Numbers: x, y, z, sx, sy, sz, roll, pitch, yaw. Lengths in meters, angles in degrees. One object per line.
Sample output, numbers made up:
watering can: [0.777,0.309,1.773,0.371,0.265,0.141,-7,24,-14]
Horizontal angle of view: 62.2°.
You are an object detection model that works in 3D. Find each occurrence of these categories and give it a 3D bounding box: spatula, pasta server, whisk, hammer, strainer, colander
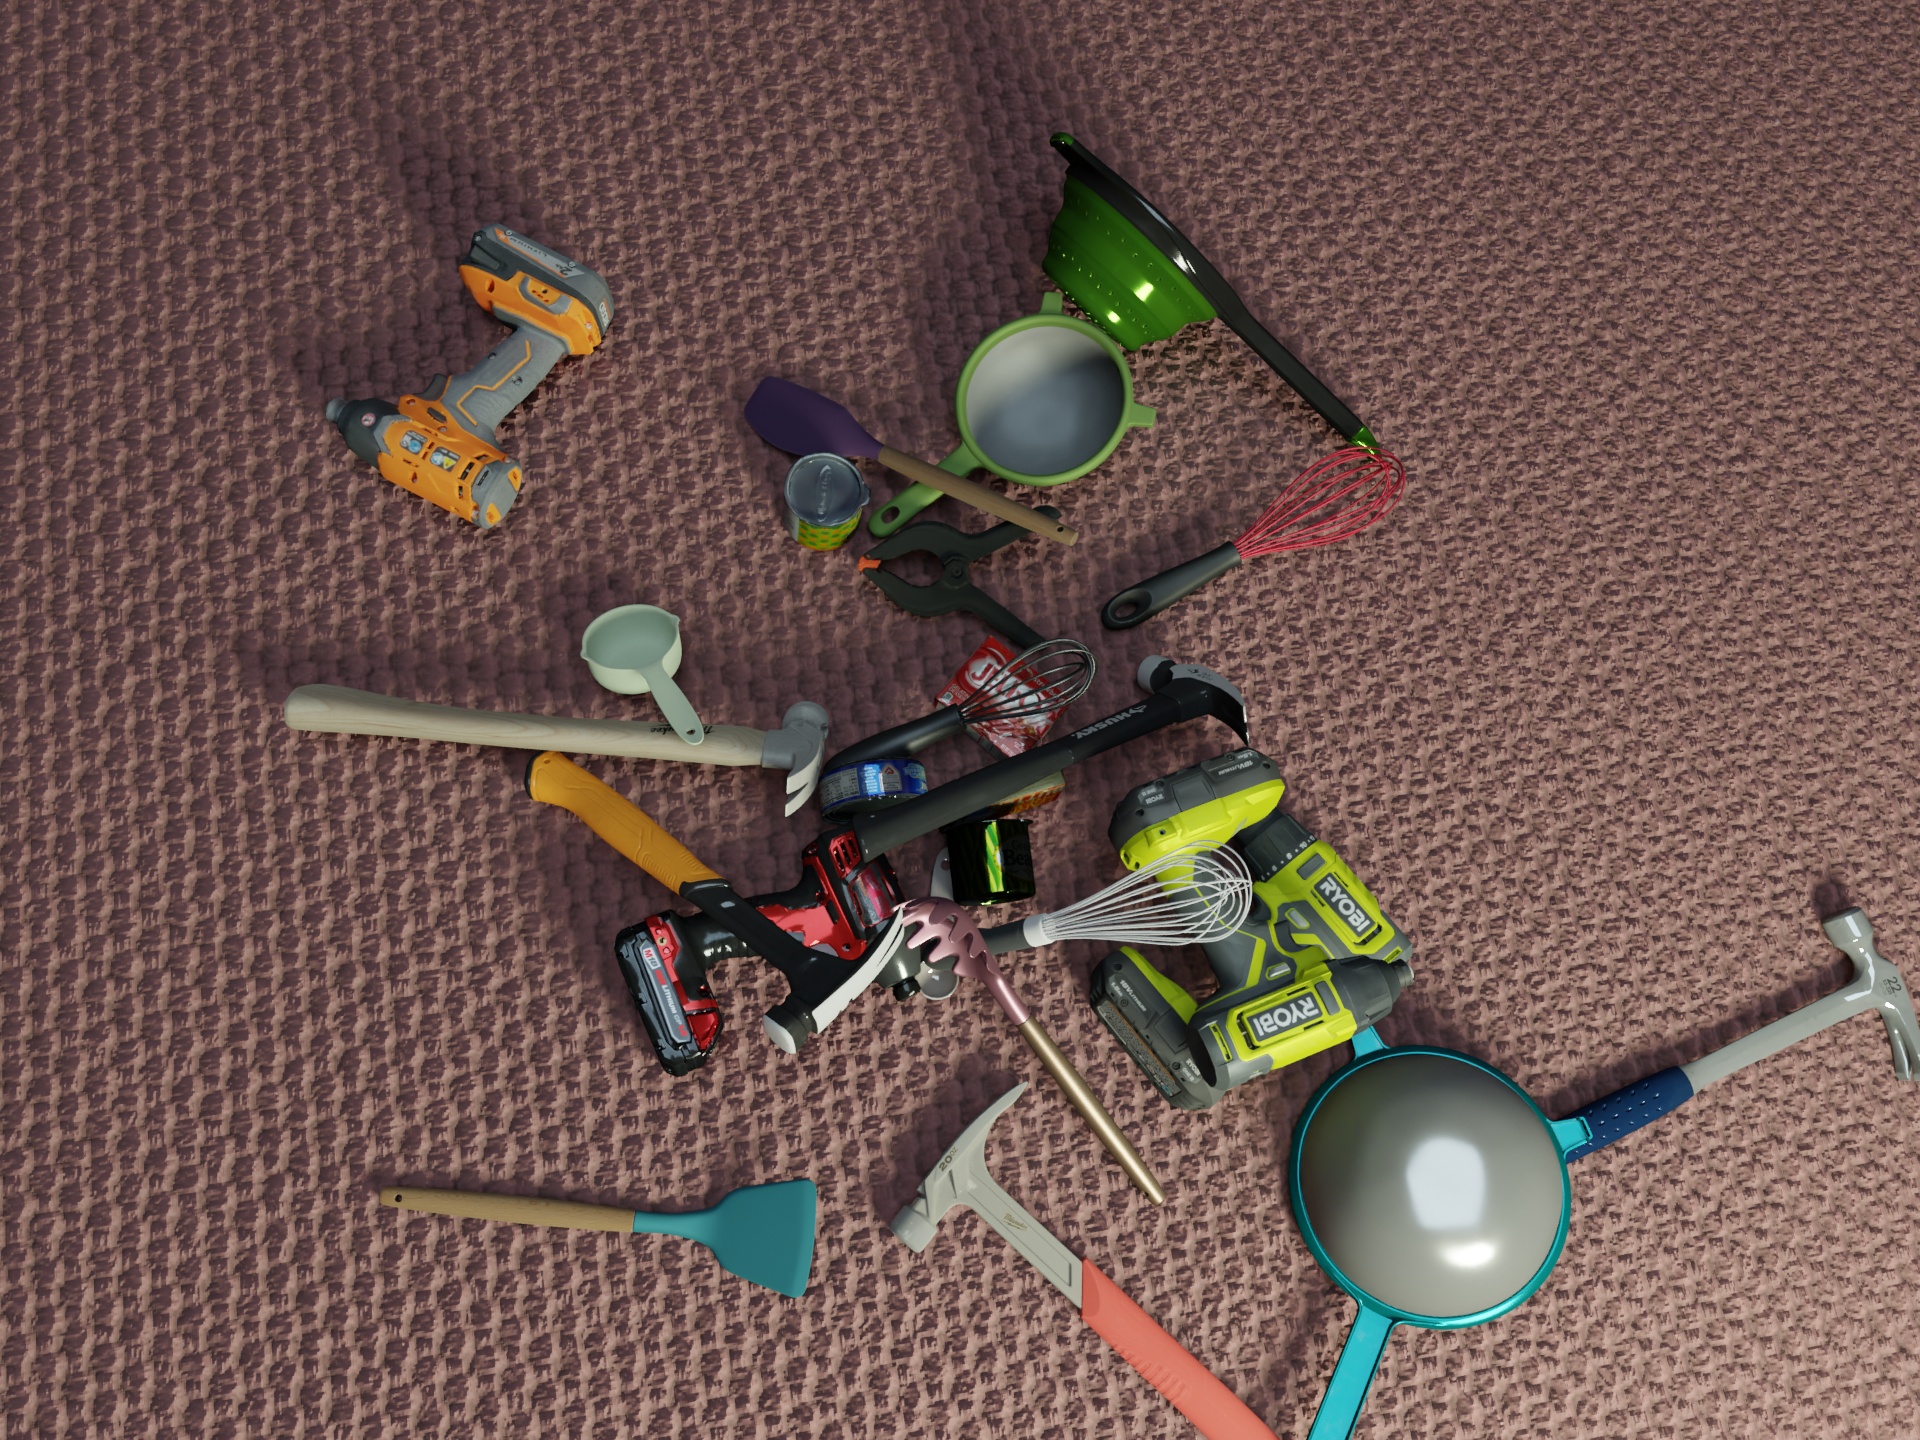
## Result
spatula: [-0.045,-0.210,1.321,0.316,0.018,0.060,26,77,16]
pasta server: [0.057,0.248,1.184,0.040,0.060,0.316,-44,105,-34]
whisk: [0.084,0.145,1.158,0.284,0.070,0.070,-18,73,34]
hammer: [0.067,0.032,1.213,0.334,0.146,0.035,-22,116,-23]
strainer: [0.326,0.392,1.164,0.211,0.095,0.340,23,70,15]
spatula: [-0.265,0.362,1.160,0.317,0.044,0.082,6,78,-4]
colander: [0.198,-0.331,1.369,0.397,0.205,0.094,40,102,-12]
whisk: [0.249,-0.152,1.355,0.296,0.073,0.073,-28,80,-6]
strainer: [0.032,-0.231,1.354,0.256,0.069,0.151,-37,76,3]
hammer: [-0.311,0.013,1.218,0.410,0.146,0.038,5,112,0]
hammer: [-0.199,0.108,1.178,0.337,0.034,0.127,31,57,27]
whisk: [-0.002,-0.004,1.259,0.239,0.055,0.055,-24,78,9]
hammer: [0.595,0.291,1.280,0.405,0.035,0.144,-21,78,-12]
hammer: [0.125,0.441,1.186,0.359,0.036,0.149,41,74,6]

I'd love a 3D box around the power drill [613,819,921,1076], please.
power drill: [-0.140,0.179,1.210,0.219,0.078,0.143,-23,78,-15]

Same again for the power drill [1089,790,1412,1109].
power drill: [0.214,0.174,1.250,0.228,0.080,0.191,-36,77,-16]

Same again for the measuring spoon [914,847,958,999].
measuring spoon: [-0.015,0.162,1.261,0.034,0.018,0.124,4,67,2]

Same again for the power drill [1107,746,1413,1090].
power drill: [0.219,0.142,1.184,0.171,0.080,0.223,-20,68,-11]

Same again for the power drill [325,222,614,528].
power drill: [-0.403,-0.288,1.306,0.164,0.084,0.226,26,77,2]

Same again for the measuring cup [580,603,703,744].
measuring cup: [-0.237,-0.026,1.240,0.083,0.038,0.168,-24,52,-19]
